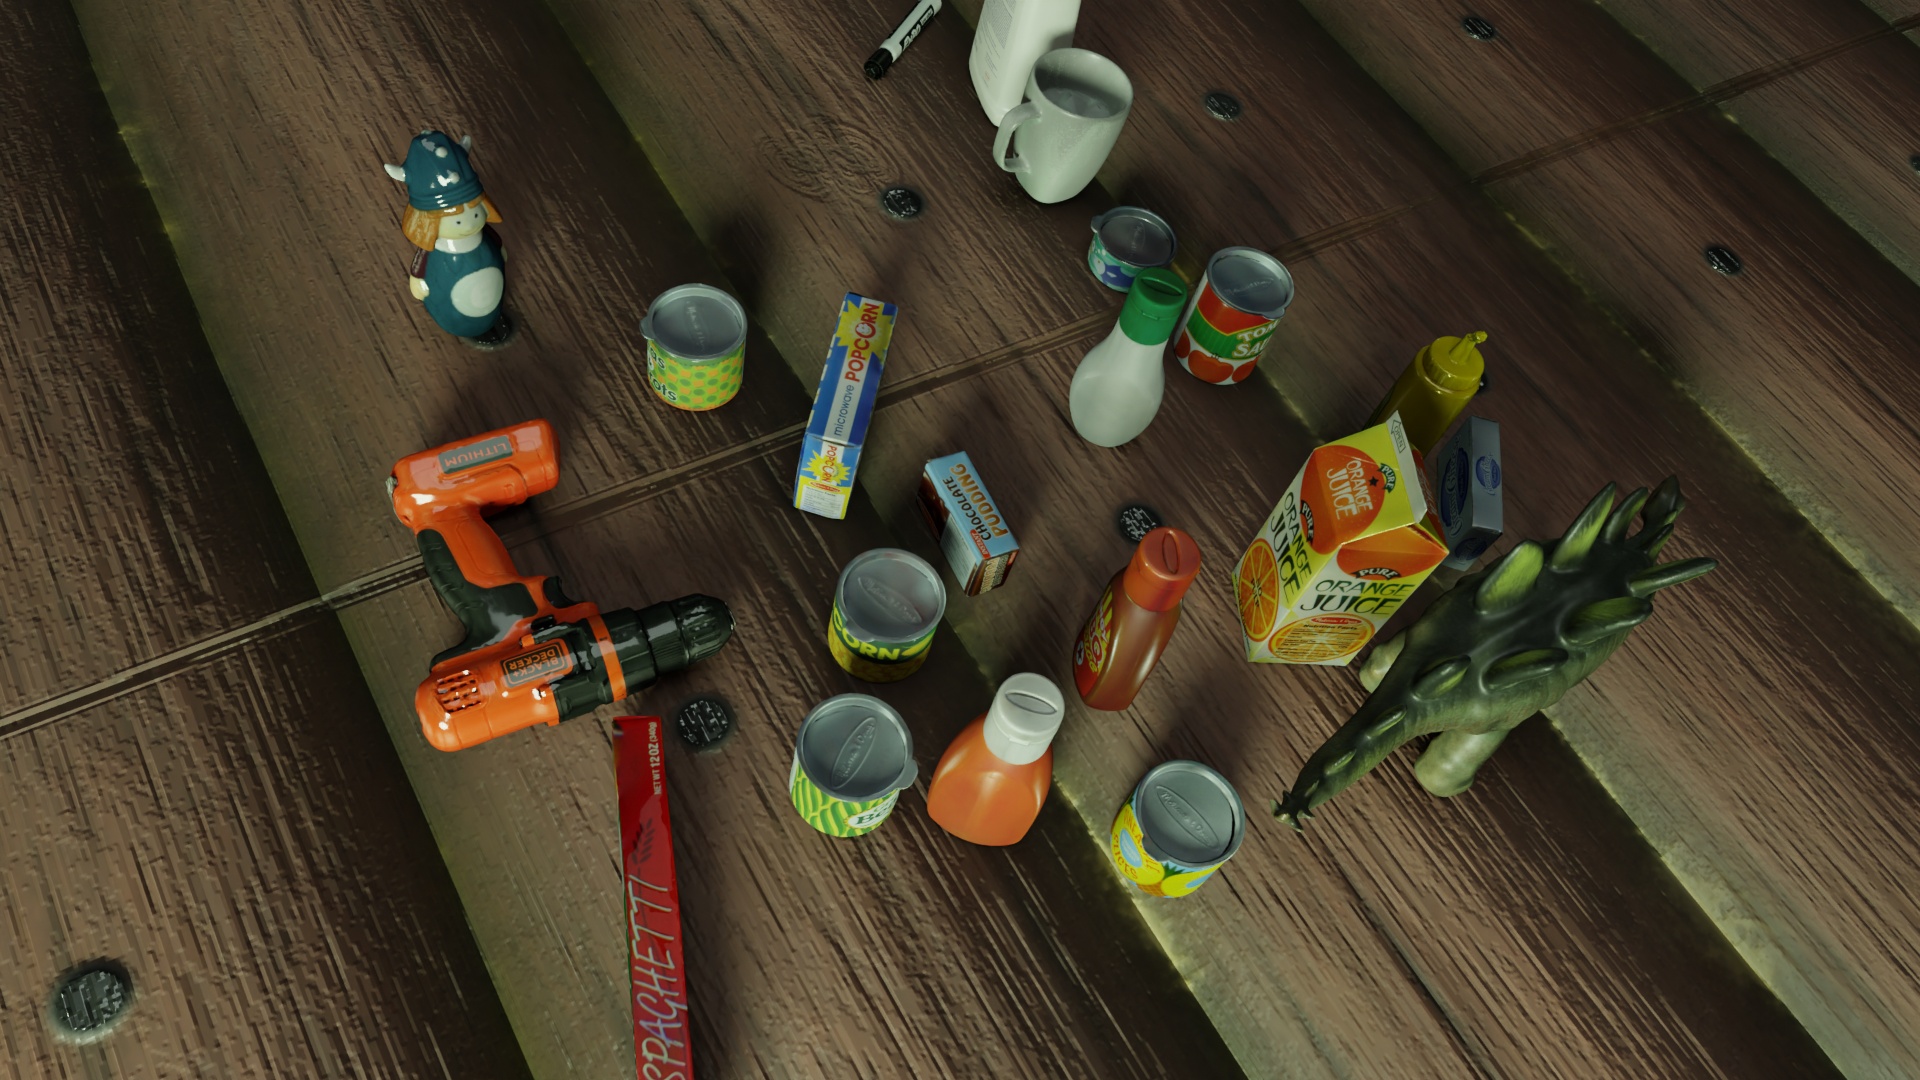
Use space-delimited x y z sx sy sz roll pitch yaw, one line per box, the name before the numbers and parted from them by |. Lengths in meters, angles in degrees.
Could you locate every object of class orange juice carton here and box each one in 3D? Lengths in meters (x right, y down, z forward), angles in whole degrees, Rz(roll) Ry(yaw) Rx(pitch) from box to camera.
orange juice carton | 0.240 0.004 0.869 0.073 0.191 0.072 3 57 -11

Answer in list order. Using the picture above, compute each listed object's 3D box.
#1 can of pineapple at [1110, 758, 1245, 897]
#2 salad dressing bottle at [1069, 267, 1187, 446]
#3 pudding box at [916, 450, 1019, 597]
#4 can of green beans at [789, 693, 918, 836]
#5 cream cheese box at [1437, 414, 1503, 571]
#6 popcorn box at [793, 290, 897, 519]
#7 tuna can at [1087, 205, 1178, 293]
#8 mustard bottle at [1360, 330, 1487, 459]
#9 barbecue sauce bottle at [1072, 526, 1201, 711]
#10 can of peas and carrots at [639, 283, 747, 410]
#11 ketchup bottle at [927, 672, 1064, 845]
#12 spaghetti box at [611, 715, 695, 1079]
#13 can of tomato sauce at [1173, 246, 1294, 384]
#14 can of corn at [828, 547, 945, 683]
can of pineapple | 0.125 0.171 0.817 0.071 0.057 0.071 6 57 -9
salad dressing bottle | 0.116 -0.124 0.952 0.064 0.147 0.044 22 56 2
pudding box | 0.003 -0.011 0.913 0.030 0.049 0.084 -18 63 -22
can of green beans | -0.064 0.130 0.802 0.071 0.057 0.071 6 57 -9
cream cheese box | 0.368 -0.034 1.006 0.024 0.053 0.104 15 56 -3
popcorn box | -0.077 -0.090 0.925 0.038 0.084 0.127 14 56 -3
tuna can | 0.133 -0.229 1.093 0.071 0.032 0.071 6 57 -9
mustard bottle | 0.326 -0.098 0.974 0.049 0.159 0.065 33 57 9
barbecue sauce bottle | 0.106 0.045 0.839 0.044 0.147 0.065 6 57 -8
can of peas and carrots | -0.182 -0.130 0.944 0.071 0.058 0.071 6 57 -9
ketchup bottle | 0.023 0.123 0.771 0.065 0.148 0.044 18 56 0
spaghetti box | -0.161 0.215 0.731 0.029 0.050 0.251 -4 59 -15
can of tomato sauce | 0.204 -0.165 1.037 0.071 0.082 0.071 6 57 -9
can of corn | -0.048 0.049 0.858 0.071 0.058 0.071 6 57 -9
